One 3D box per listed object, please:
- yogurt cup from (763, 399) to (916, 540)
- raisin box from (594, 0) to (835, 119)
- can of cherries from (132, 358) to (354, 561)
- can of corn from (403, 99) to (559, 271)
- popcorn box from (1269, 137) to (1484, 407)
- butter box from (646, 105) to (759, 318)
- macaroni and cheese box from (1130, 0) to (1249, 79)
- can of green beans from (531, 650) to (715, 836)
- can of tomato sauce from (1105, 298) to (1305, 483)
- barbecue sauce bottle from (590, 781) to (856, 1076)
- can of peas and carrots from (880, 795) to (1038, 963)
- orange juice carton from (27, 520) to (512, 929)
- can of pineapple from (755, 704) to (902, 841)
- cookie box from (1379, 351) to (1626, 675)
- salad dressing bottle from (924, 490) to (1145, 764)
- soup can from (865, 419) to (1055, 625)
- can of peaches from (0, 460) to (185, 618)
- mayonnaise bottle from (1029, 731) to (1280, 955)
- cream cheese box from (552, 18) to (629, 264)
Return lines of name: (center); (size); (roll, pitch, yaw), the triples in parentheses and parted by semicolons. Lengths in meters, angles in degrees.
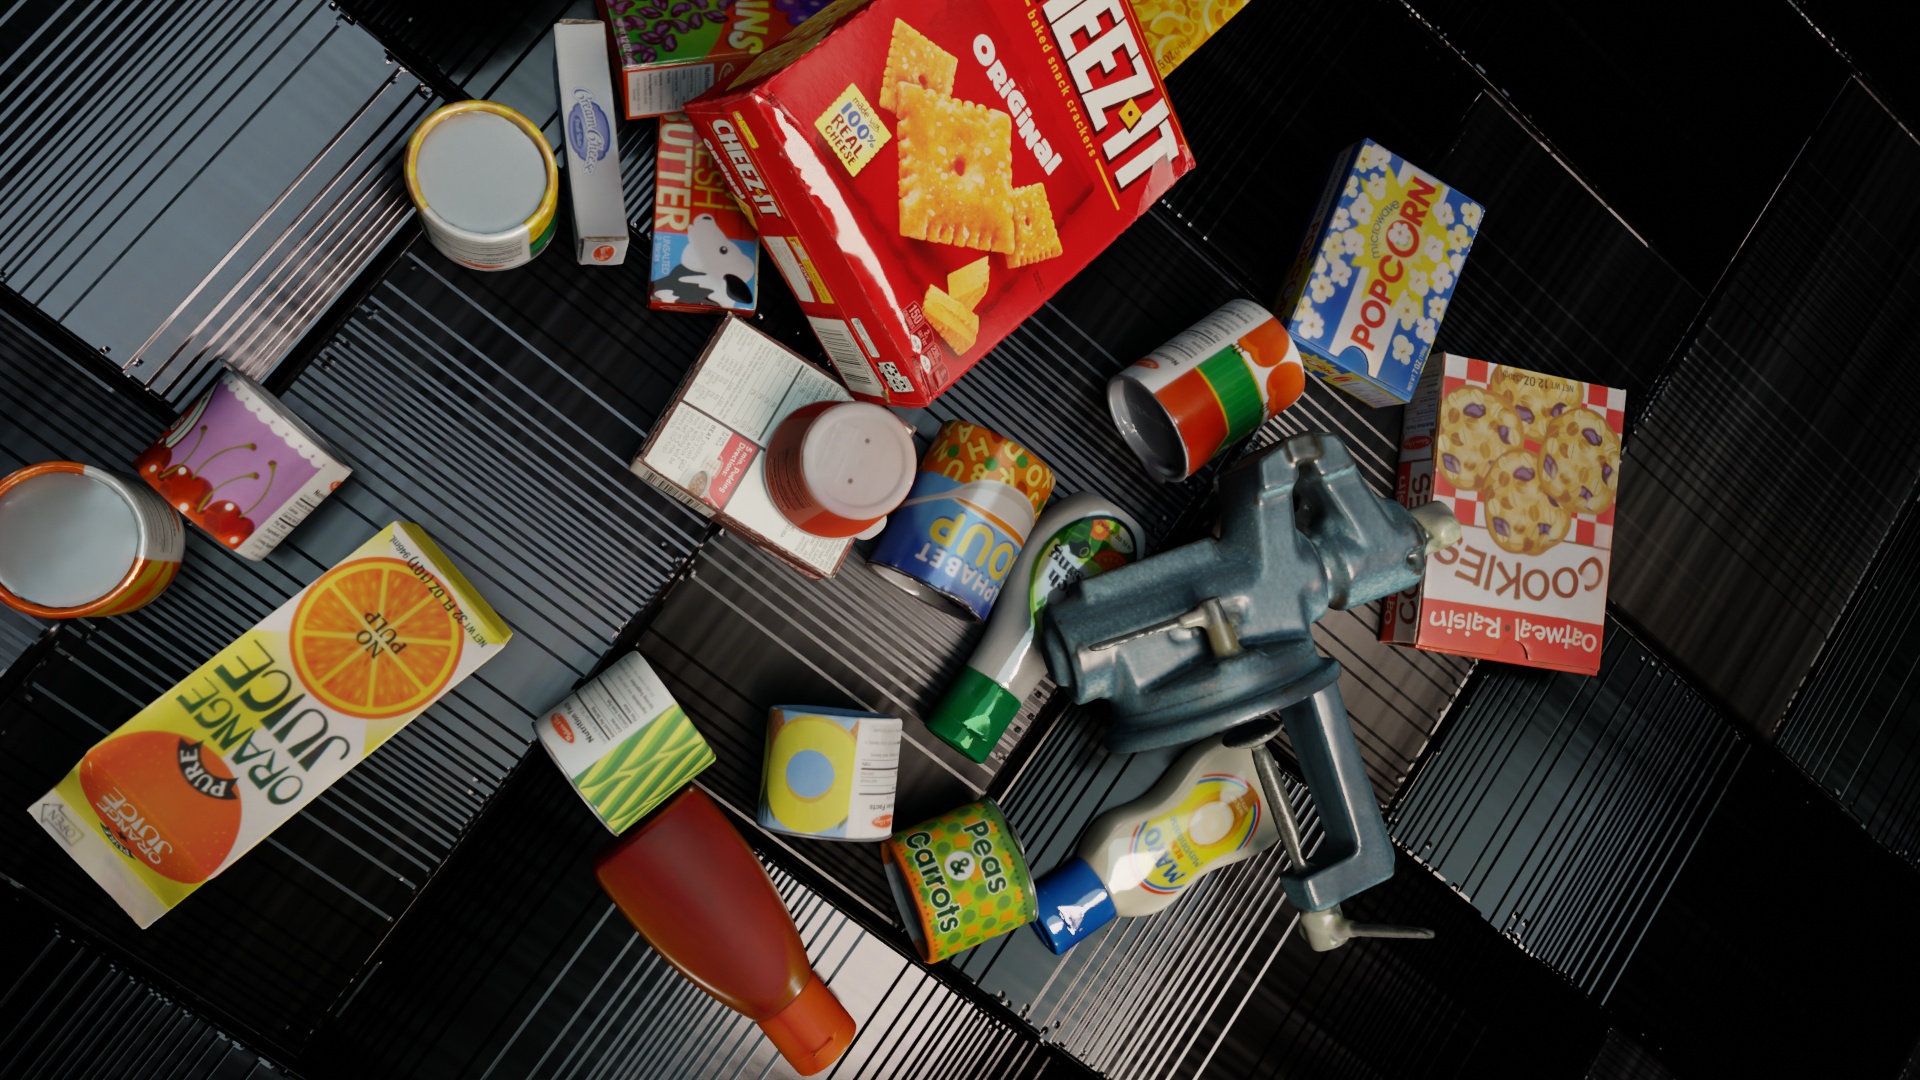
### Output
yogurt cup: (-0.054, -0.035, 0.649); (0.072, 0.054, 0.072); (1, 87, -19)
raisin box: (-0.111, -0.256, 0.676); (0.124, 0.040, 0.086); (-11, 68, -16)
can of cherries: (-0.315, -0.035, 0.608); (0.071, 0.071, 0.058); (44, 79, -10)
can of corn: (-0.221, -0.166, 0.645); (0.071, 0.058, 0.071); (1, 88, -16)
popcorn box: (0.232, -0.150, 0.783); (0.085, 0.038, 0.127); (26, 81, -14)
butter box: (-0.126, -0.164, 0.689); (0.053, 0.024, 0.103); (3, 87, -16)
macaroni and cheese box: (0.075, -0.329, 0.745); (0.124, 0.040, 0.166); (-44, 99, -14)
can of green beans: (-0.156, 0.094, 0.648); (0.058, 0.071, 0.071); (-37, 98, -14)
can of tomato sauce: (0.131, -0.078, 0.737); (0.083, 0.071, 0.071); (-34, 97, -15)
barbecue sauce bottle: (-0.108, 0.191, 0.669); (0.065, 0.043, 0.148); (-39, 99, -13)
can of peas and carrots: (-0.001, 0.167, 0.686); (0.059, 0.071, 0.071); (-19, 93, -15)
orange juice carton: (-0.297, 0.078, 0.605); (0.193, 0.073, 0.071); (-40, 99, -13)
can of pineapple: (-0.065, 0.111, 0.674); (0.071, 0.071, 0.058); (7, 85, -15)
cookie box: (0.312, -0.014, 0.798); (0.123, 0.040, 0.167); (9, 85, -15)
salad dressing bottle: (0.038, 0.045, 0.716); (0.064, 0.044, 0.148); (39, 79, -17)
soup can: (0.002, -0.009, 0.694); (0.071, 0.071, 0.084); (30, 80, -13)
can of peaches: (-0.377, 0.002, 0.593); (0.071, 0.058, 0.071); (1, 88, -16)
mayonnaise bottle: (0.102, 0.162, 0.730); (0.148, 0.041, 0.064); (-30, 94, -16)
cream cheese box: (-0.177, -0.187, 0.661); (0.024, 0.053, 0.103); (-7, 89, -18)
